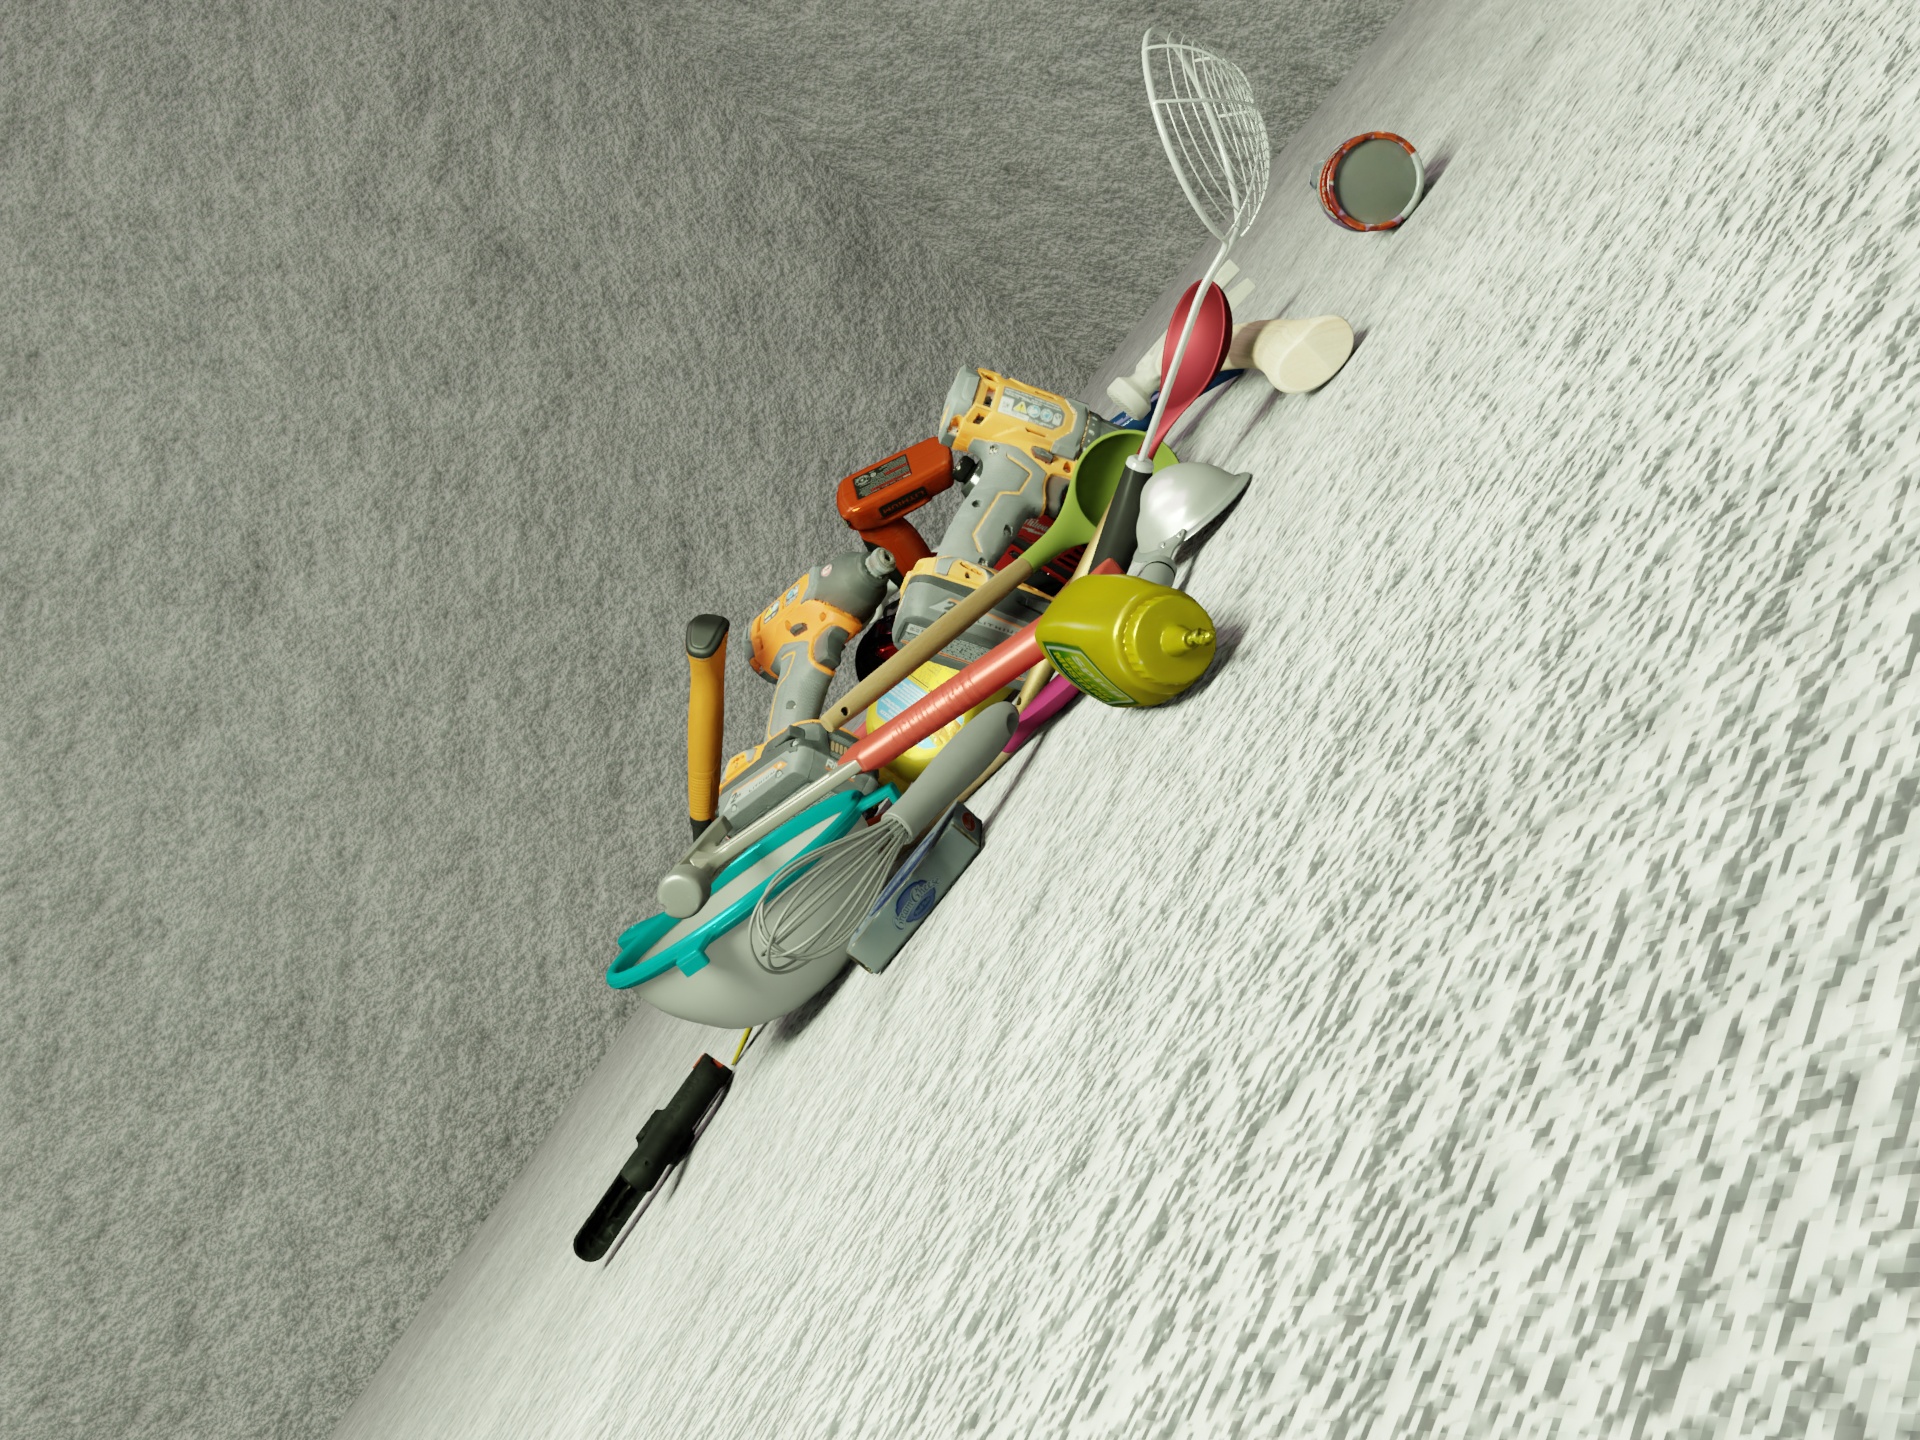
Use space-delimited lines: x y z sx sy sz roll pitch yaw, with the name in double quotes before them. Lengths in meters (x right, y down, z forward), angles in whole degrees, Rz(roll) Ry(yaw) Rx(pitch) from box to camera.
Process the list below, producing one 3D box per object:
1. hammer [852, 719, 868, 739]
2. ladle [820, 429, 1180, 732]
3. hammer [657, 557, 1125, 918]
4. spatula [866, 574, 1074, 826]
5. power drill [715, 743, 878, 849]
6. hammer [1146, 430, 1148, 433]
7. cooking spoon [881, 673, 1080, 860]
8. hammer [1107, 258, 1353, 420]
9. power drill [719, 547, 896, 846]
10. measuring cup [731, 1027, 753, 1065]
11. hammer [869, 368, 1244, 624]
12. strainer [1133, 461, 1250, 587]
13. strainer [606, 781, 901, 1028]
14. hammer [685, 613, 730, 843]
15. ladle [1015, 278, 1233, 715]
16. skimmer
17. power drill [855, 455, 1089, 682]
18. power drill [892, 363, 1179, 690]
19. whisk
"hammer" -0.070 0.015 1.569 0.038 0.143 0.386 20 55 42
"ladle" 0.031 -0.093 1.071 0.320 0.078 0.062 -40 5 -24
"hammer" -0.039 0.008 1.039 0.359 0.036 0.149 -34 7 15
"spatula" -0.002 -0.004 1.280 0.322 0.041 0.081 -51 -7 10
"power drill" -0.123 0.075 1.396 0.188 0.080 0.226 -54 -14 -16
"hammer" 0.122 -0.210 1.574 0.331 0.033 0.128 -54 7 -8
"cooking spoon" 0.018 0.027 1.059 0.069 0.017 0.318 -49 3 -40
"hammer" 0.200 -0.270 1.117 0.146 0.038 0.411 -48 13 5
"power drill" -0.110 -0.026 1.227 0.164 0.084 0.227 -36 39 38
"measuring cup" -0.134 0.203 1.227 0.062 0.029 0.156 -94 29 -81
"hammer" 0.074 -0.215 1.416 0.405 0.035 0.144 -31 13 28
"strainer" 0.115 -0.091 0.911 0.087 0.050 0.259 -32 21 35
"strainer" -0.159 0.160 1.130 0.211 0.095 0.340 -40 7 -33
"hammer" -0.210 0.062 1.324 0.127 0.034 0.336 -66 -15 -58
"ladle" 0.105 -0.138 1.052 0.315 0.031 0.069 -65 29 10
"skimmer" 0.104 -0.225 0.976 0.127 0.090 0.363 -35 -34 -61
"power drill" 0.012 -0.107 1.302 0.219 0.143 0.079 -53 13 23
"power drill" 0.057 -0.140 1.171 0.084 0.185 0.226 121 165 -67
"whisk" -0.037 0.058 0.903 0.239 0.055 0.055 -45 0 -37
